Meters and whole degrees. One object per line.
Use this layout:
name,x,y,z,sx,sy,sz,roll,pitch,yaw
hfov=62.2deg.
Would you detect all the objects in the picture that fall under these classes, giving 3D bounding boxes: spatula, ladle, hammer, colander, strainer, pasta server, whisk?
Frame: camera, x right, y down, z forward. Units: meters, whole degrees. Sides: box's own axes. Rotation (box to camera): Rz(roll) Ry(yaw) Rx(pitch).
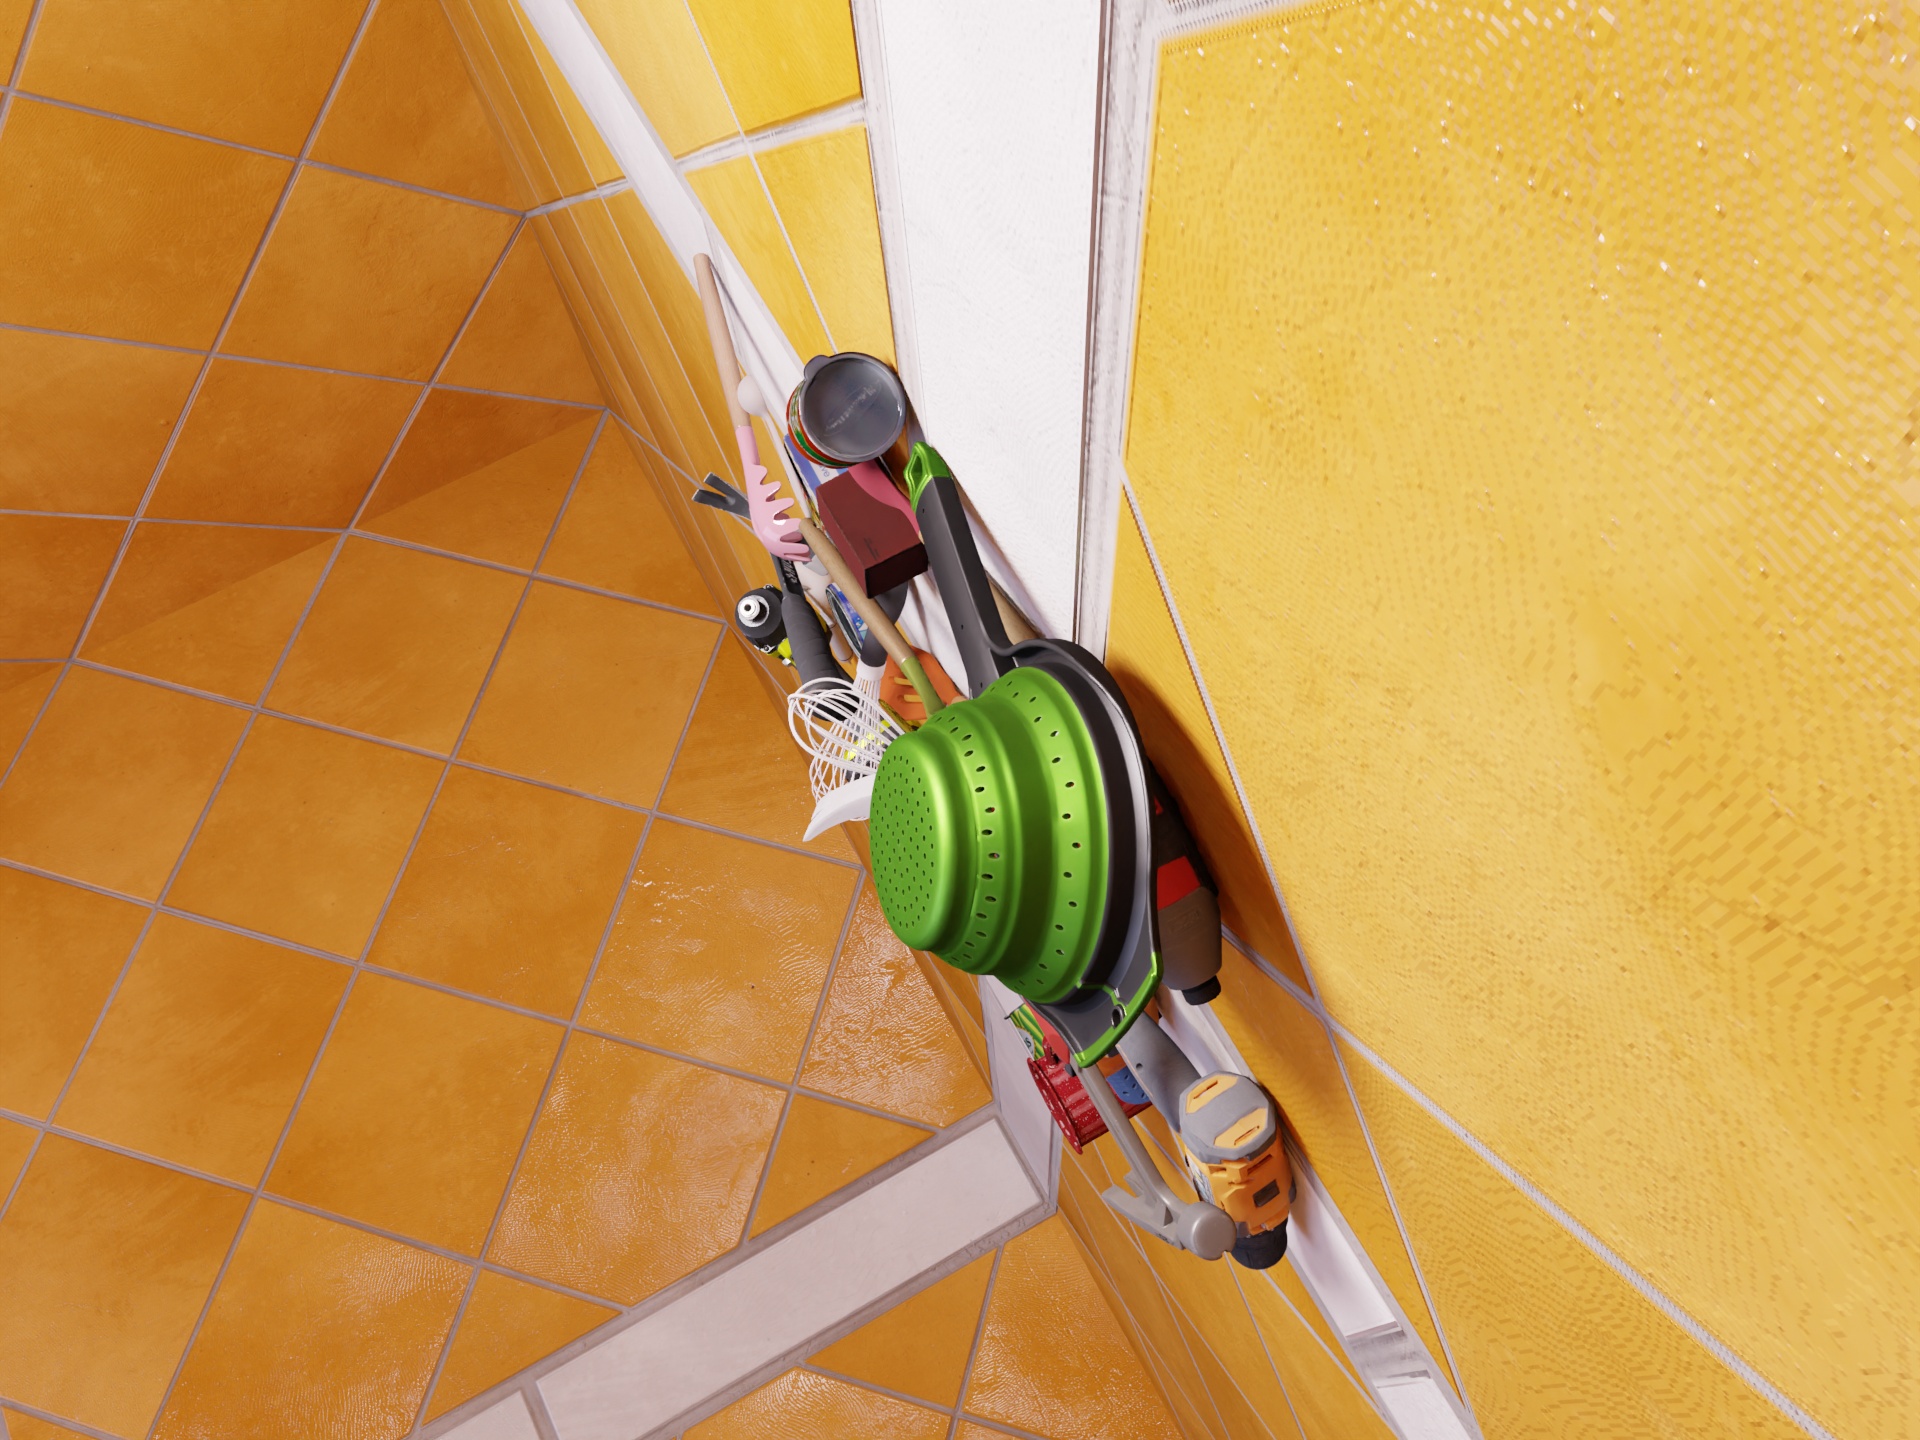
spatula,-0.002,-0.004,1.233,0.323,0.041,0.081,-144,45,-66
ladle,-0.042,-0.066,1.159,0.078,0.062,0.320,15,-152,-44
hammer,0.039,0.171,1.183,0.405,0.144,0.035,52,-137,-36
hammer,0.050,0.172,0.996,0.359,0.037,0.149,60,163,-8
colander,-0.009,-0.005,0.864,0.204,0.094,0.398,116,144,-48
strainer,-0.142,-0.113,1.688,0.087,0.050,0.258,47,172,20
hammer,-0.138,-0.102,1.304,0.149,0.036,0.409,30,-164,-25
pasta server,-0.181,-0.270,1.346,0.060,0.040,0.316,85,169,-68
ladle,-0.007,-0.107,1.022,0.316,0.031,0.069,52,175,40
whisk,-0.081,-0.022,1.324,0.070,0.070,0.284,55,144,38
whisk,-0.013,0.045,1.115,0.246,0.058,0.059,31,160,-7

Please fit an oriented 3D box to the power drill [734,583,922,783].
power drill,-0.123,-0.030,1.502,0.223,0.080,0.171,50,-175,13

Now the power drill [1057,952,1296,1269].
power drill,0.145,0.259,1.084,0.226,0.084,0.185,46,162,45

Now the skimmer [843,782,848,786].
skimmer,-0.003,0.153,1.536,0.127,0.090,0.364,27,-165,-42

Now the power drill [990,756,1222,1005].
power drill,0.084,0.088,0.938,0.143,0.078,0.220,64,167,-7

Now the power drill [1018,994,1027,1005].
power drill,0.025,0.124,1.343,0.227,0.084,0.164,51,164,35

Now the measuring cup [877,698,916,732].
measuring cup,0.000,0.029,1.217,0.156,0.029,0.062,45,172,-13

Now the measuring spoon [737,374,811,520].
measuring spoon,-0.149,-0.214,1.264,0.124,0.018,0.034,67,171,-6
